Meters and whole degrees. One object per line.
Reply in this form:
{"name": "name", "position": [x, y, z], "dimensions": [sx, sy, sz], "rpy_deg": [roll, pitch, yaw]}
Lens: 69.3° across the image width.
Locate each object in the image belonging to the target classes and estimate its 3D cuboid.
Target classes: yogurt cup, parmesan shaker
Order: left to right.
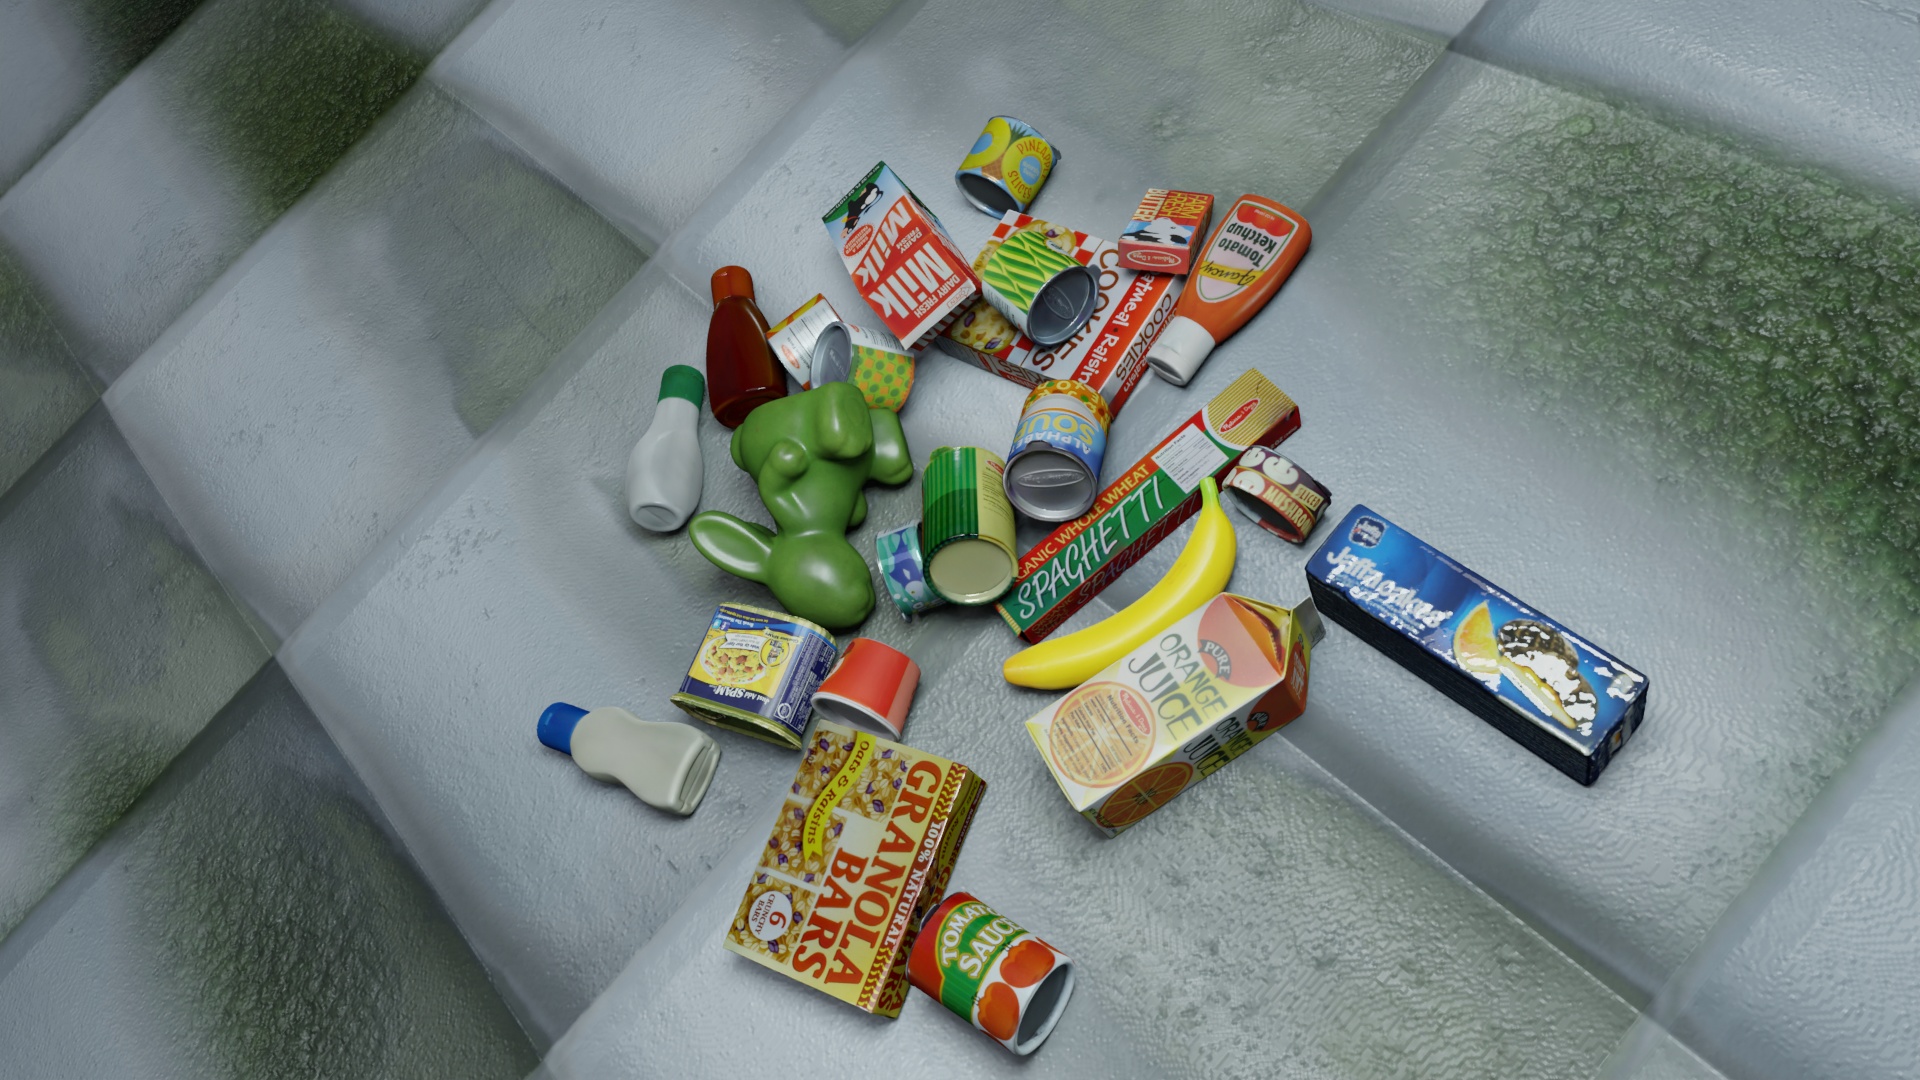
{"name": "yogurt cup", "position": [-0.063, 0.104, 0.972], "dimensions": [0.072, 0.072, 0.054], "rpy_deg": [13, 63, 28]}
{"name": "parmesan shaker", "position": [0.003, -0.012, 0.977], "dimensions": [0.071, 0.071, 0.103], "rpy_deg": [-20, 36, 14]}

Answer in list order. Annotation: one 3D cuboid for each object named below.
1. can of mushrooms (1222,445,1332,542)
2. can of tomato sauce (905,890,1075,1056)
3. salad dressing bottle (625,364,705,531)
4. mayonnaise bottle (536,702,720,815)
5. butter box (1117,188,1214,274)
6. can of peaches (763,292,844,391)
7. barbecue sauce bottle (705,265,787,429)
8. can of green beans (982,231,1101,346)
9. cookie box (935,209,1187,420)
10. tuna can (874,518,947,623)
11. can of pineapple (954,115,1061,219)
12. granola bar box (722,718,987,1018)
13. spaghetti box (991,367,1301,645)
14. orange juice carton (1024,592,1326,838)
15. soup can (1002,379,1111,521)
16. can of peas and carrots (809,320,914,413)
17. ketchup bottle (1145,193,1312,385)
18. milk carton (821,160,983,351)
{"name": "can of mushrooms", "position": [0.210, -0.030, 0.919], "dimensions": [0.071, 0.071, 0.033], "rpy_deg": [34, 83, 33]}
{"name": "can of tomato sauce", "position": [0.019, 0.263, 0.850], "dimensions": [0.083, 0.071, 0.071], "rpy_deg": [25, 76, 31]}
{"name": "salad dressing bottle", "position": [-0.239, -0.079, 1.146], "dimensions": [0.044, 0.064, 0.148], "rpy_deg": [-22, 48, 31]}
{"name": "mayonnaise bottle", "position": [-0.253, 0.156, 1.041], "dimensions": [0.148, 0.041, 0.065], "rpy_deg": [13, 69, 29]}
{"name": "butter box", "position": [0.155, -0.233, 1.040], "dimensions": [0.053, 0.024, 0.104], "rpy_deg": [10, 37, 16]}
{"name": "can of peaches", "position": [-0.117, -0.159, 1.130], "dimensions": [0.058, 0.071, 0.071], "rpy_deg": [-37, 56, 3]}
{"name": "barbecue sauce bottle", "position": [-0.187, -0.168, 1.177], "dimensions": [0.065, 0.043, 0.149], "rpy_deg": [-22, 57, 14]}
{"name": "can of green beans", "position": [0.058, -0.185, 1.016], "dimensions": [0.071, 0.071, 0.058], "rpy_deg": [-43, 55, -2]}
{"name": "cookie box", "position": [0.077, -0.176, 1.070], "dimensions": [0.168, 0.040, 0.123], "rpy_deg": [26, 77, 33]}
{"name": "tuna can", "position": [-0.033, 0.021, 1.000], "dimensions": [0.033, 0.071, 0.071], "rpy_deg": [-20, 59, 13]}
{"name": "can of pineapple", "position": [0.038, -0.303, 1.135], "dimensions": [0.071, 0.071, 0.058], "rpy_deg": [24, 77, 31]}
{"name": "granola bar box", "position": [-0.069, 0.217, 0.931], "dimensions": [0.124, 0.039, 0.166], "rpy_deg": [13, 70, 29]}
{"name": "spaghetti box", "position": [0.127, -0.023, 0.975], "dimensions": [0.250, 0.028, 0.050], "rpy_deg": [-40, 56, 0]}
{"name": "orange juice carton", "position": [0.146, 0.100, 0.878], "dimensions": [0.192, 0.071, 0.073], "rpy_deg": [-34, 57, 4]}
{"name": "soup can", "position": [0.069, -0.067, 0.981], "dimensions": [0.071, 0.071, 0.084], "rpy_deg": [-7, 39, 21]}
{"name": "can of peas and carrots", "position": [-0.077, -0.130, 1.078], "dimensions": [0.071, 0.059, 0.071], "rpy_deg": [-17, 69, 54]}
{"name": "ketchup bottle", "position": [0.193, -0.182, 1.020], "dimensions": [0.065, 0.043, 0.149], "rpy_deg": [32, 81, 26]}
{"name": "milk carton", "position": [-0.041, -0.216, 1.084], "dimensions": [0.072, 0.073, 0.191], "rpy_deg": [-40, 38, 13]}
